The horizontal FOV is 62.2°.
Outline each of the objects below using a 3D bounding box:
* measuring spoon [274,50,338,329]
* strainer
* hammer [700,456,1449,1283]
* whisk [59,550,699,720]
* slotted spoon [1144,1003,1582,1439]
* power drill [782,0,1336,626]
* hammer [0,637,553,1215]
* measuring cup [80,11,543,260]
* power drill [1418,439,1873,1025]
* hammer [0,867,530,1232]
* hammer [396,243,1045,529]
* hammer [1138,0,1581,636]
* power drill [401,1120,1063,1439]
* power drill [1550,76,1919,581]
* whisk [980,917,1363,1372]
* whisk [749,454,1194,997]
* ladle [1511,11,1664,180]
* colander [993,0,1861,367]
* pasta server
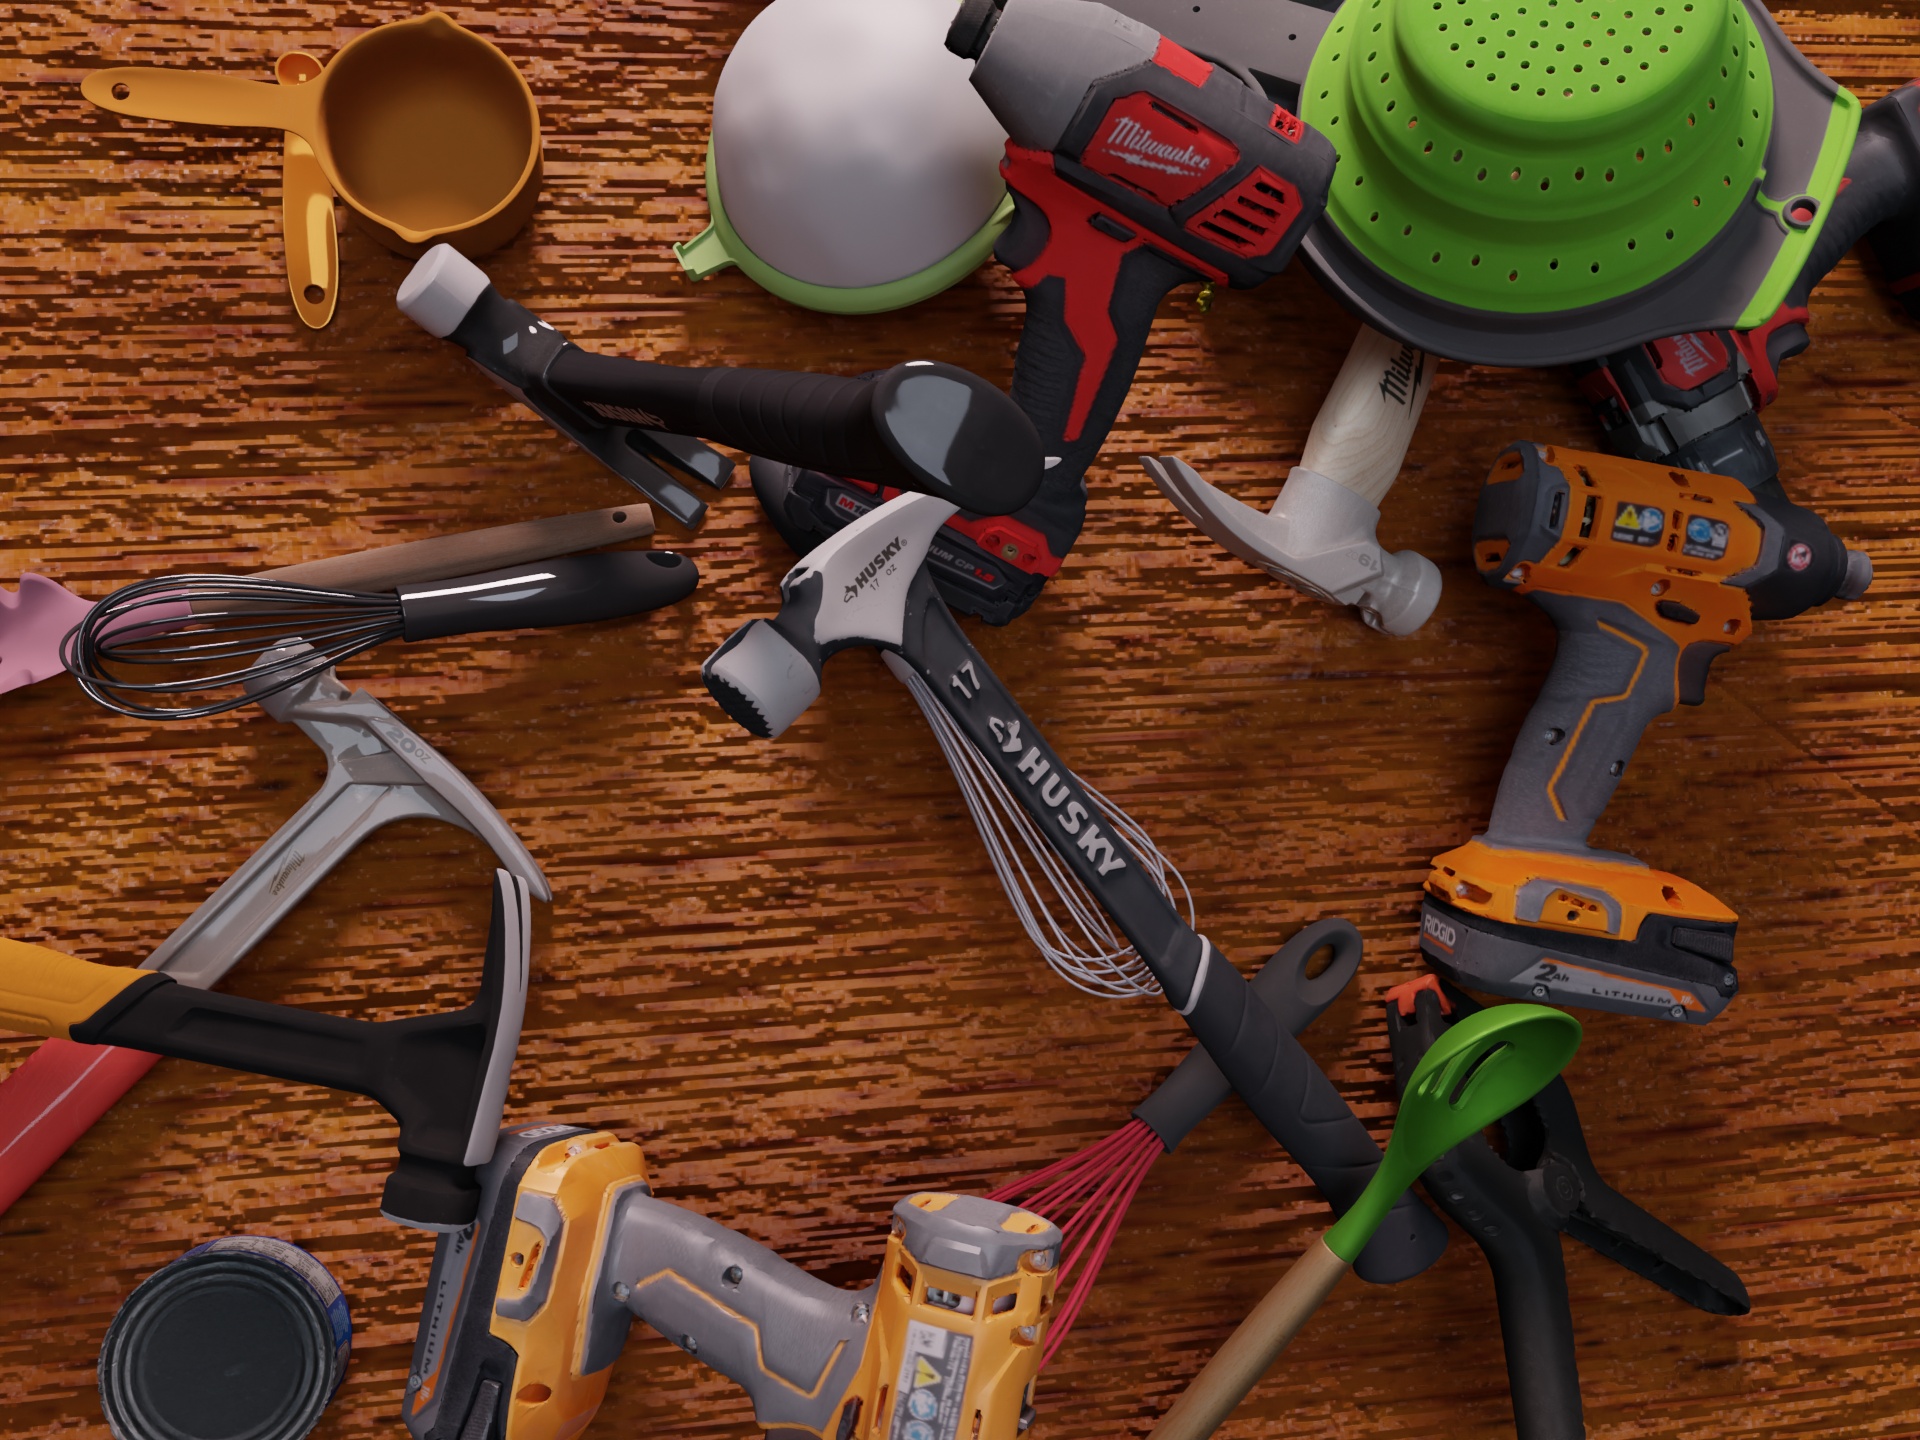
[{"bbox_3d":[-0.274,-0.221,0.666,0.021,0.011,0.117,-4,89,-22],"label":"measuring spoon"},{"bbox_3d":[0.004,-0.232,0.628,0.256,0.069,0.151,17,82,18],"label":"strainer"},{"bbox_3d":[0.081,0.081,0.616,0.149,0.036,0.408,-47,113,-21],"label":"hammer"},{"bbox_3d":[-0.216,-0.041,0.620,0.239,0.055,0.055,-11,87,-25],"label":"whisk"},{"bbox_3d":[0.133,0.229,0.635,0.070,0.031,0.313,27,104,-39],"label":"slotted spoon"},{"bbox_3d":[0.023,-0.155,0.600,0.143,0.079,0.219,27,125,-12],"label":"power drill"},{"bbox_3d":[-0.333,0.142,0.616,0.149,0.036,0.359,44,81,-3],"label":"hammer"},{"bbox_3d":[-0.257,-0.236,0.647,0.173,0.052,0.095,5,85,-7],"label":"measuring cup"},{"bbox_3d":[0.289,0.006,0.673,0.164,0.084,0.226,9,94,-4],"label":"power drill"},{"bbox_3d":[-0.327,0.093,0.581,0.337,0.034,0.127,9,79,4],"label":"hammer"},{"bbox_3d":[-0.079,-0.102,0.531,0.146,0.335,0.035,38,81,-35],"label":"hammer"},{"bbox_3d":[0.217,-0.250,0.683,0.146,0.038,0.410,25,88,-23],"label":"hammer"},{"bbox_3d":[-0.085,0.253,0.582,0.226,0.084,0.185,9,84,16],"label":"power drill"},{"bbox_3d":[0.394,-0.177,0.724,0.226,0.080,0.188,-28,90,-6],"label":"power drill"},{"bbox_3d":[0.065,0.184,0.660,0.296,0.073,0.073,-41,92,-15],"label":"whisk"},{"bbox_3d":[-0.001,-0.002,0.667,0.070,0.070,0.284,-36,86,-9],"label":"whisk"},{"bbox_3d":[0.331,-0.339,0.737,0.078,0.062,0.320,40,84,-4],"label":"ladle"},{"bbox_3d":[0.145,-0.277,0.616,0.397,0.094,0.204,24,83,15],"label":"colander"},{"bbox_3d":[-0.281,-0.054,0.637,0.316,0.040,0.060,-12,77,-10],"label":"pasta server"}]
